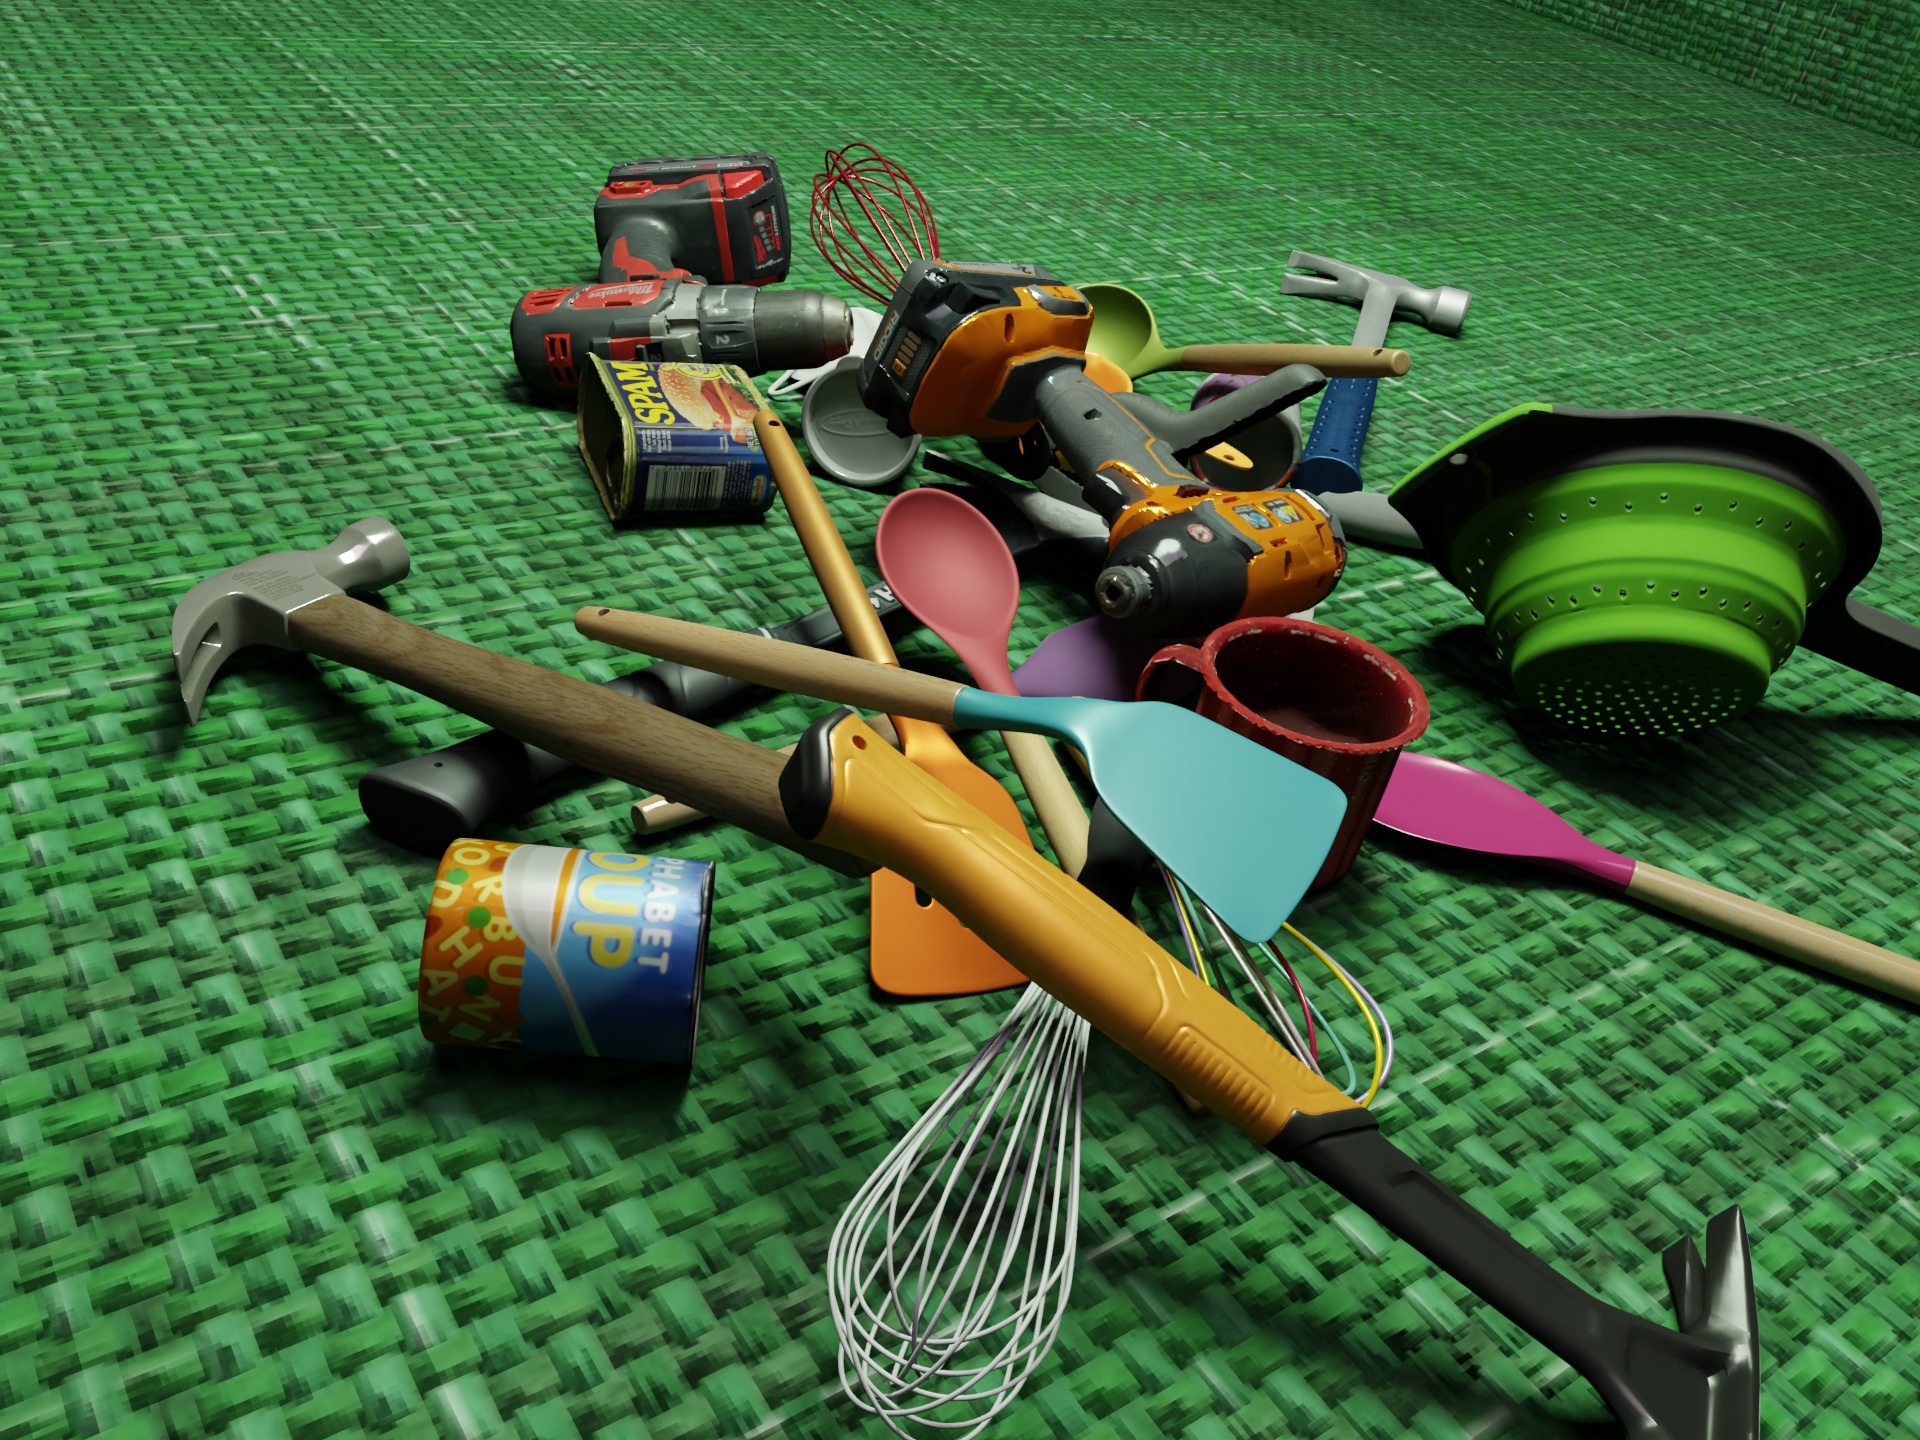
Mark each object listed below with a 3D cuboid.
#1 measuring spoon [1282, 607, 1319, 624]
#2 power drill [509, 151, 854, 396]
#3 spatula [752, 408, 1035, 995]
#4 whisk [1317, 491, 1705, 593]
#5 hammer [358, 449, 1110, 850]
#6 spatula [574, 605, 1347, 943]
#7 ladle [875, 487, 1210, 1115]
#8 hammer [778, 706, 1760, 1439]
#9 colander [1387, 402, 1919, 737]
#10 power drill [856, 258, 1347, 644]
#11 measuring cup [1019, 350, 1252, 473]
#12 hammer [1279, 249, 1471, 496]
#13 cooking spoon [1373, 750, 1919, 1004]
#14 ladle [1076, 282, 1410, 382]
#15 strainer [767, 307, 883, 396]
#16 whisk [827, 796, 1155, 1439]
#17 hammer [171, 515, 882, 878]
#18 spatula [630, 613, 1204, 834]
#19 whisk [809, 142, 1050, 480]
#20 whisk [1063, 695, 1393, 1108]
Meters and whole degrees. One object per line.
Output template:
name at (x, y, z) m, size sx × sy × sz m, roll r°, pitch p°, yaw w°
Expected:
measuring spoon at (0.179, -0.066, 0.838) m, size 0.034 × 0.018 × 0.124 m, roll 13°, pitch 34°, yaw 3°
power drill at (-0.150, -0.263, 0.947) m, size 0.188 × 0.080 × 0.227 m, roll -2°, pitch 37°, yaw 4°
spatula at (-0.042, -0.028, 0.662) m, size 0.081 × 0.041 × 0.323 m, roll -4°, pitch 45°, yaw -24°
whisk at (0.319, -0.099, 0.904) m, size 0.239 × 0.055 × 0.055 m, roll 12°, pitch 34°, yaw 9°
hammer at (-0.077, -0.039, 0.712) m, size 0.149 × 0.036 × 0.409 m, roll 32°, pitch 40°, yaw 29°
spatula at (-0.020, 0.000, 0.588) m, size 0.318 × 0.044 × 0.082 m, roll 14°, pitch 43°, yaw 29°
ladle at (0.032, 0.018, 0.634) m, size 0.069 × 0.031 × 0.316 m, roll -1°, pitch 46°, yaw -27°
hammer at (0.090, 0.103, 0.475) m, size 0.337 × 0.034 × 0.127 m, roll 36°, pitch 38°, yaw 4°
colander at (0.396, -0.029, 0.781) m, size 0.397 × 0.204 × 0.095 m, roll 18°, pitch 67°, yaw -18°
power drill at (0.058, -0.122, 0.740) m, size 0.227 × 0.084 × 0.164 m, roll 45°, pitch 35°, yaw 20°
measuring cup at (0.087, -0.163, 0.920) m, size 0.174 × 0.052 × 0.095 m, roll 30°, pitch 39°, yaw 22°
hammer at (0.270, -0.244, 1.102) m, size 0.144 × 0.035 × 0.406 m, roll 18°, pitch 35°, yaw 9°
cooking spoon at (0.309, 0.076, 0.674) m, size 0.319 × 0.017 × 0.069 m, roll 21°, pitch 34°, yaw 14°
ladle at (0.141, -0.217, 0.912) m, size 0.078 × 0.062 × 0.320 m, roll -46°, pitch 27°, yaw -9°
strainer at (-0.011, -0.240, 1.013) m, size 0.258 × 0.050 × 0.087 m, roll -13°, pitch 27°, yaw -36°
whisk at (0.030, 0.097, 0.508) m, size 0.070 × 0.070 × 0.285 m, roll 19°, pitch 40°, yaw 10°
hammer at (-0.164, -0.008, 0.583) m, size 0.331 × 0.031 × 0.130 m, roll 19°, pitch 35°, yaw 29°
spatula at (-0.001, -0.002, 0.695) m, size 0.316 × 0.018 × 0.060 m, roll -18°, pitch 57°, yaw -36°
whisk at (-0.018, -0.239, 0.918) m, size 0.073 × 0.073 × 0.296 m, roll -9°, pitch 52°, yaw -27°
whisk at (0.085, 0.064, 0.610) m, size 0.051 × 0.047 × 0.245 m, roll 6°, pitch 30°, yaw -26°
